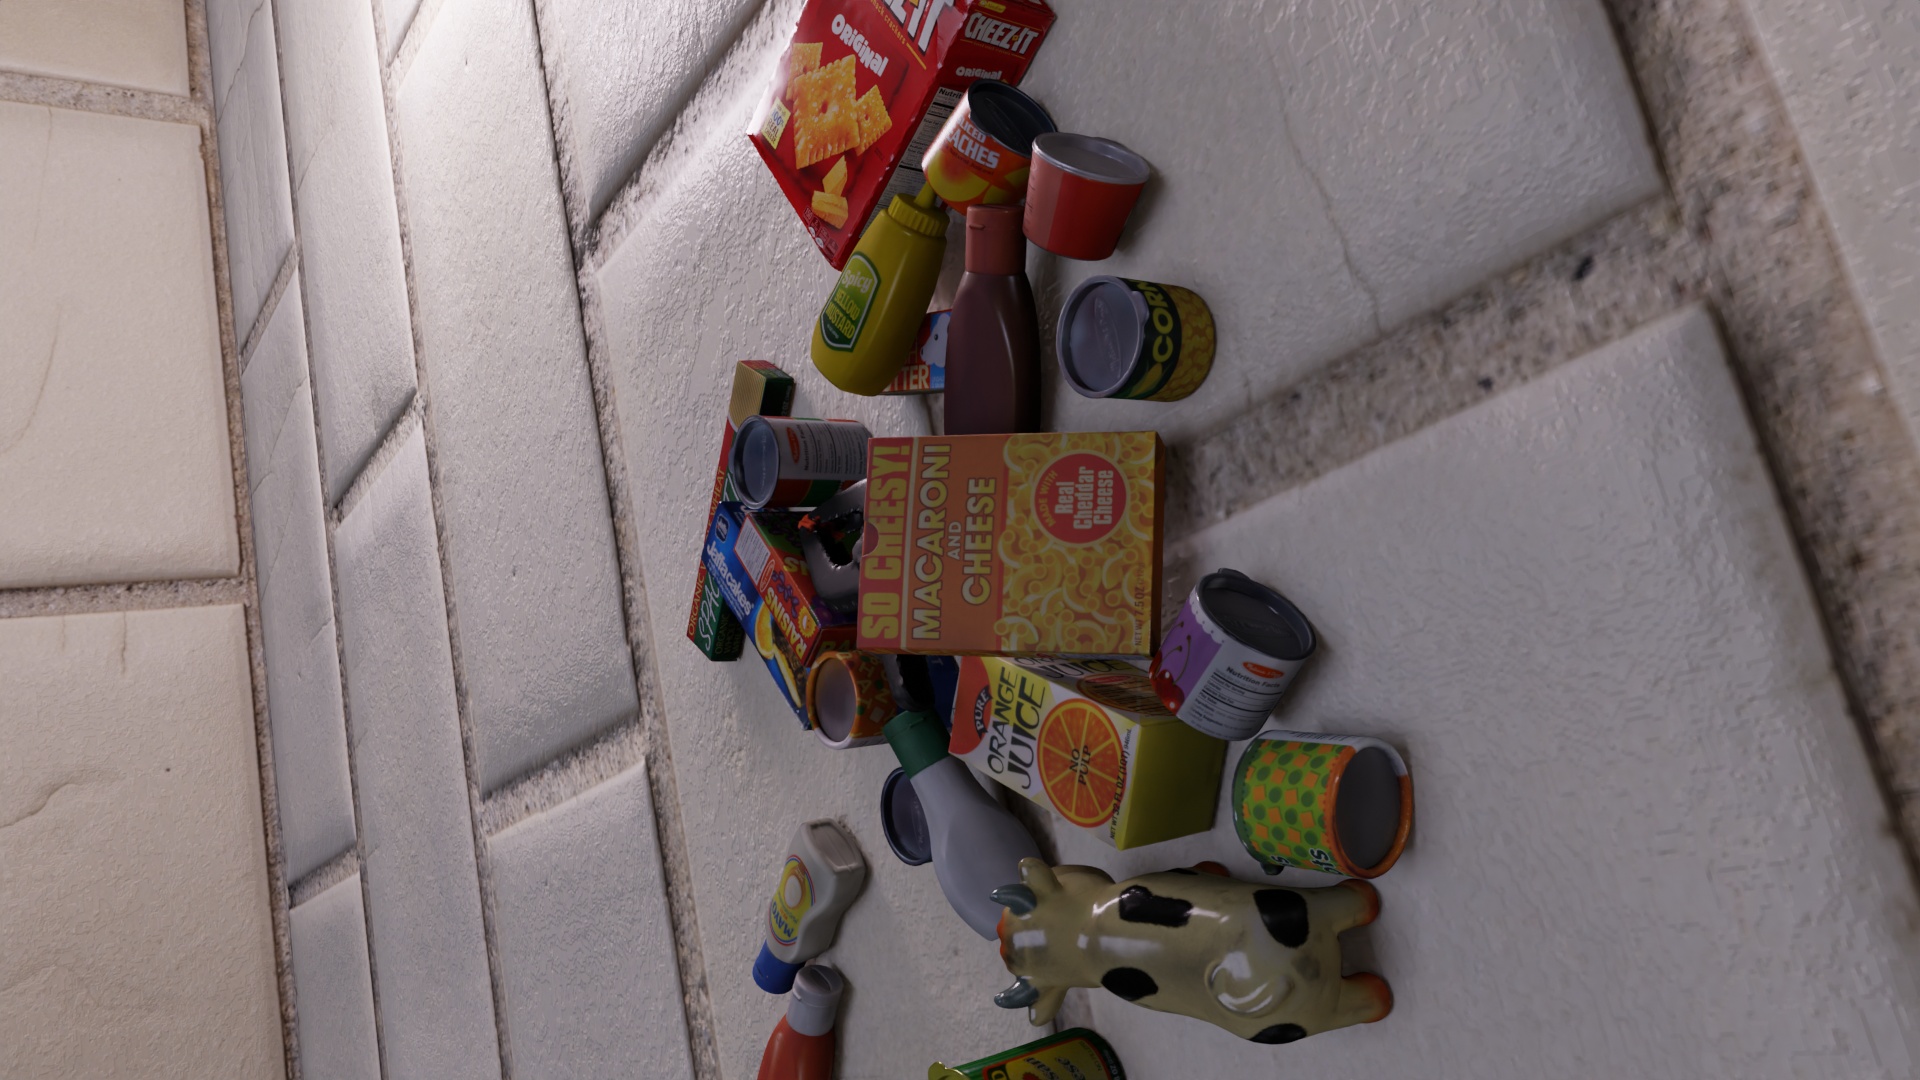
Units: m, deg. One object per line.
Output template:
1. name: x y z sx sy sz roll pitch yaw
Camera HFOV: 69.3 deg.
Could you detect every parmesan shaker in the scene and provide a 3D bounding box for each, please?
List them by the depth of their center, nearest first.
1. parmesan shaker: 0.038 0.325 0.806 0.071 0.103 0.071 3 94 51

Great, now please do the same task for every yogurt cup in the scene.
1. yogurt cup: 0.068 -0.194 0.789 0.072 0.072 0.053 47 134 40

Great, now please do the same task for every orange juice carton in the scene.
1. orange juice carton: 0.057 0.104 0.801 0.193 0.073 0.071 21 107 50

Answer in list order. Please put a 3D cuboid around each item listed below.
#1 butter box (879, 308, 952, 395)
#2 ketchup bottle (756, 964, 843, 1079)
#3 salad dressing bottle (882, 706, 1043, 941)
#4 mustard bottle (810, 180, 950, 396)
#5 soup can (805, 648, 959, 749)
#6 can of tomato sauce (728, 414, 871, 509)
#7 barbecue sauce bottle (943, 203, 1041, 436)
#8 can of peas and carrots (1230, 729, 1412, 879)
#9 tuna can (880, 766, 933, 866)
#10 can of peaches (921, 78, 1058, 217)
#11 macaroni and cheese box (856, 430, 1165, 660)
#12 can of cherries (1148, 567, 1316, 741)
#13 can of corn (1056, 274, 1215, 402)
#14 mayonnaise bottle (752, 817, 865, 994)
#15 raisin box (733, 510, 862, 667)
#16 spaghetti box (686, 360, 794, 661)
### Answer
1. butter box: -0.021 -0.125 0.931 0.103 0.024 0.053 3 93 51
2. ketchup bottle: -0.122 0.394 1.056 0.065 0.043 0.148 34 116 45
3. salad dressing bottle: 0.002 0.173 0.865 0.148 0.064 0.043 60 164 14
4. mustard bottle: -0.045 -0.174 0.905 0.065 0.049 0.159 47 120 39
5. soup can: -0.052 0.100 0.928 0.071 0.084 0.071 1 92 52
6. can of tomato sauce: -0.114 -0.056 1.002 0.071 0.083 0.071 2 93 52
7. barbecue sauce bottle: 0.020 -0.127 0.843 0.065 0.044 0.148 19 117 40
8. can of peas and carrots: 0.172 0.127 0.662 0.058 0.071 0.071 -5 87 51
9. tuna can: -0.021 0.182 0.931 0.071 0.033 0.071 2 93 51
10. can of peaches: 0.016 -0.236 0.845 0.057 0.071 0.071 -46 57 43
11. macaroni and cheese box: 0.028 0.003 0.775 0.166 0.040 0.124 0 79 16
12. can of cherries: 0.137 0.058 0.708 0.072 0.071 0.058 51 129 37
13. can of corn: 0.097 -0.110 0.757 0.071 0.058 0.071 2 92 51
14. mayonnaise bottle: -0.119 0.282 1.050 0.065 0.041 0.147 48 125 37
15. raisin box: -0.094 0.031 0.977 0.124 0.086 0.040 53 129 36
16. spaghetti box: -0.181 -0.021 1.131 0.050 0.029 0.249 34 116 47
